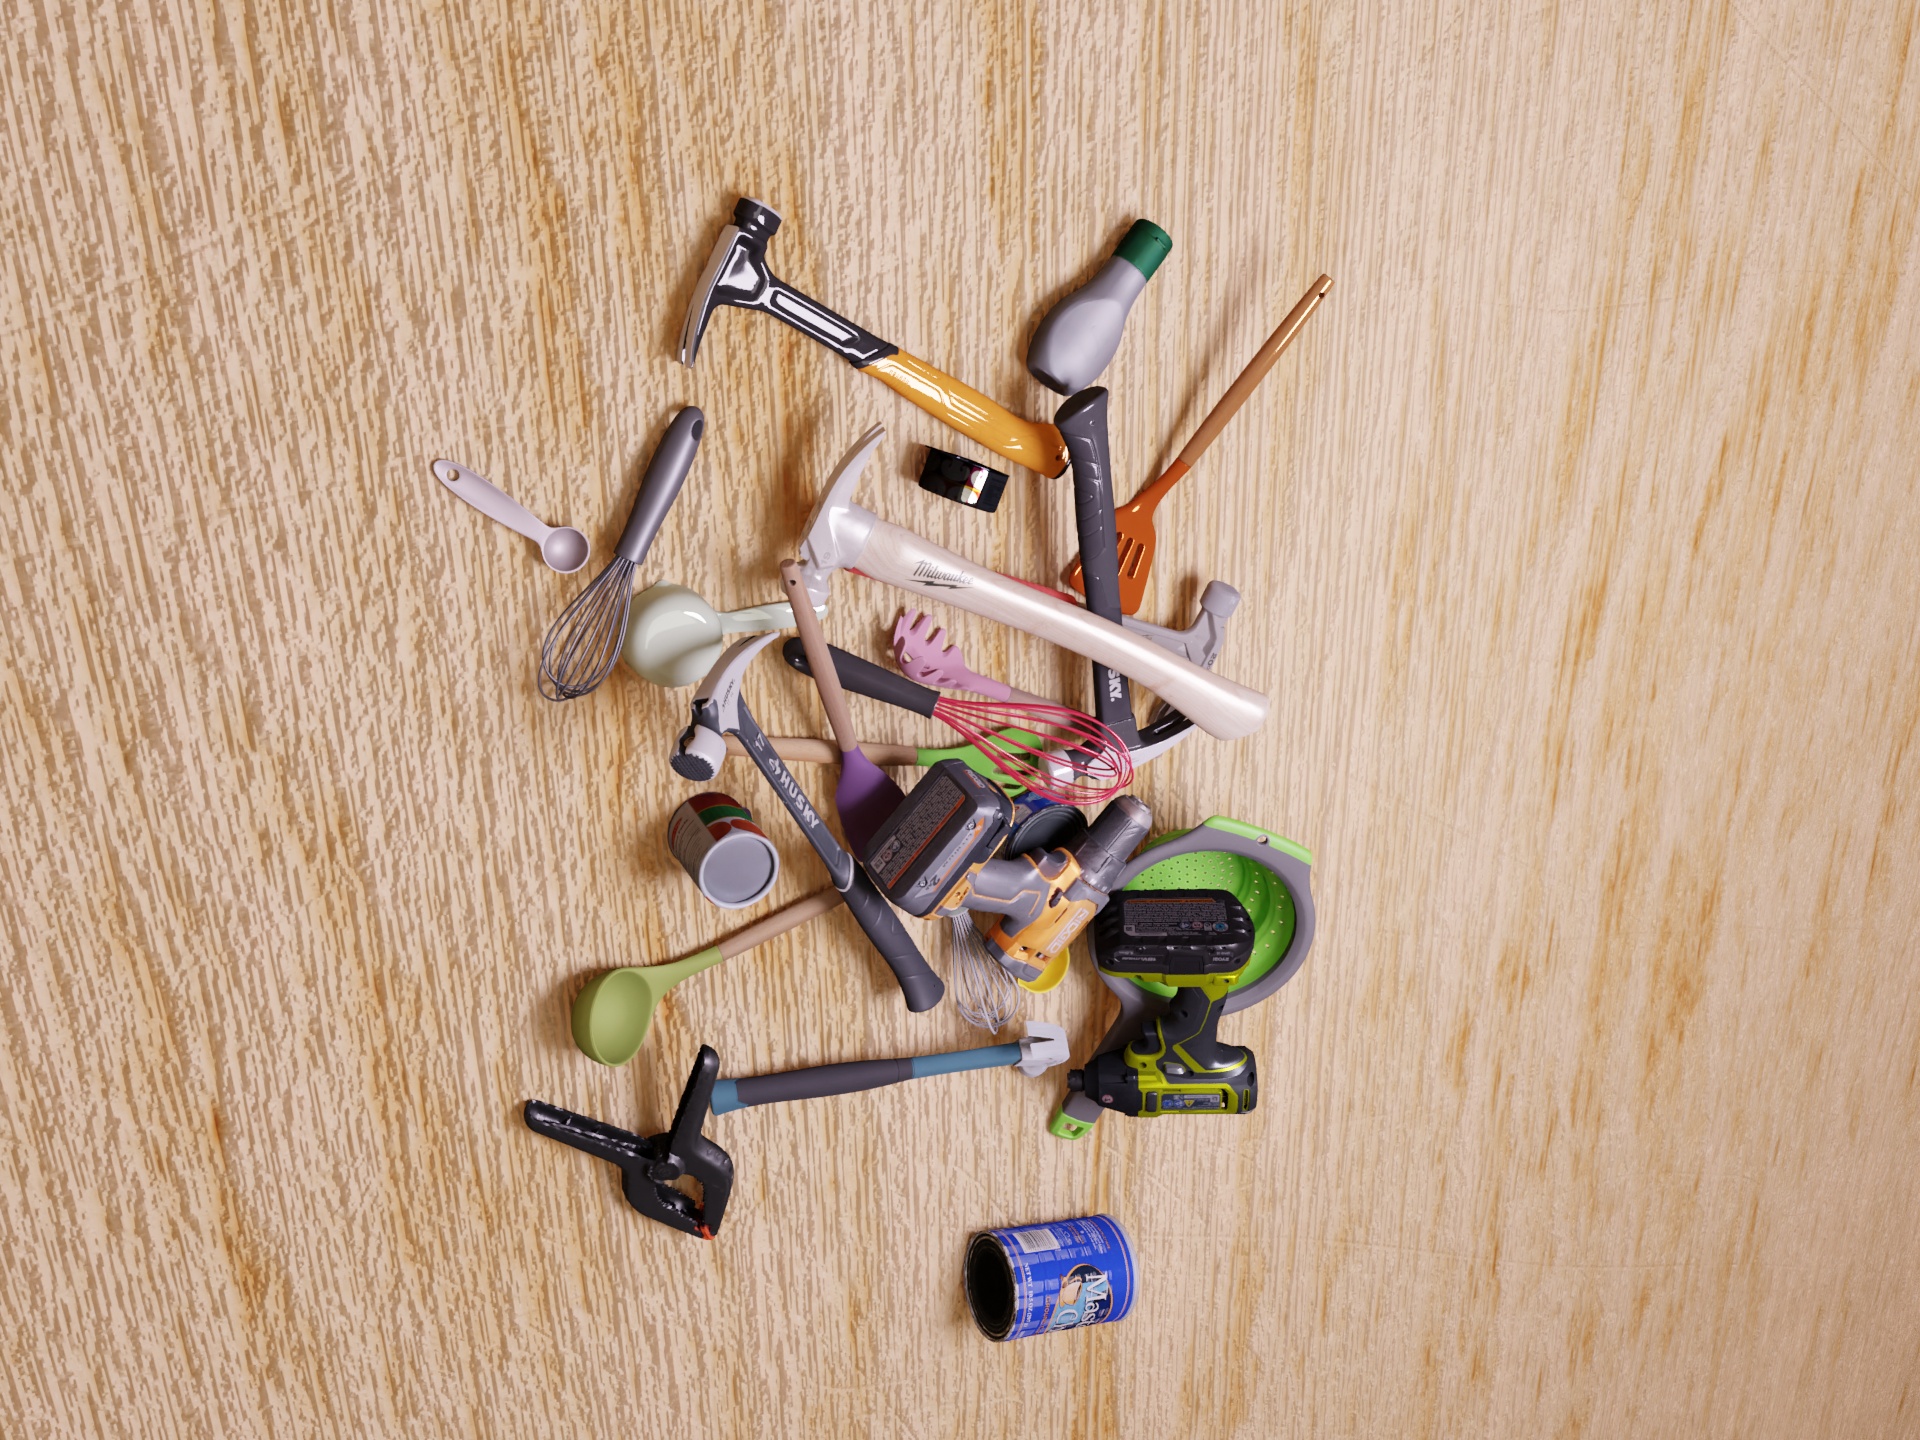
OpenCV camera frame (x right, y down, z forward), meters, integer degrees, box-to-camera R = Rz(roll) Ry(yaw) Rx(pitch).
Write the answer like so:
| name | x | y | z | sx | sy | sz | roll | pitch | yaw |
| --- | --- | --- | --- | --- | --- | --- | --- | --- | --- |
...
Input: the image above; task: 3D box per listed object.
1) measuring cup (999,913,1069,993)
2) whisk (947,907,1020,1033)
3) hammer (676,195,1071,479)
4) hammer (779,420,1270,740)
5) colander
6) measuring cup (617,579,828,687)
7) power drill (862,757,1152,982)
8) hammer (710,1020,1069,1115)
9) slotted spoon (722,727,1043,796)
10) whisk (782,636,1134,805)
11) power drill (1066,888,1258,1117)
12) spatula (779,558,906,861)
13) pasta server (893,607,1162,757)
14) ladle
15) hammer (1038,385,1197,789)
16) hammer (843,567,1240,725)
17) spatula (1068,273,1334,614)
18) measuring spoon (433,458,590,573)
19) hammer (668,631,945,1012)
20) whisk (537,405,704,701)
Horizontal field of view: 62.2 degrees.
| name | x | y | z | sx | sy | sz | roll | pitch | yaw |
| --- | --- | --- | --- | --- | --- | --- | --- | --- | --- |
| measuring cup | 0.044 | 0.179 | 1.436 | 0.062 | 0.029 | 0.156 | -39 | 111 | -20 |
| whisk | -0.001 | 0.172 | 1.394 | 0.058 | 0.059 | 0.246 | -15 | 114 | 8 |
| hammer | -0.050 | -0.258 | 1.209 | 0.336 | 0.034 | 0.127 | 23 | 96 | -32 |
| hammer | 0.073 | -0.088 | 1.246 | 0.410 | 0.038 | 0.146 | 22 | 109 | -20 |
| colander | 0.180 | 0.231 | 1.492 | 0.204 | 0.095 | 0.397 | 21 | 117 | -13 |
| measuring cup | -0.175 | -0.069 | 1.212 | 0.167 | 0.038 | 0.083 | -10 | 113 | -22 |
| power drill | 0.050 | 0.110 | 1.313 | 0.185 | 0.084 | 0.226 | -50 | 135 | 7 |
| hammer | -0.059 | 0.308 | 1.395 | 0.331 | 0.128 | 0.033 | -4 | 68 | -19 |
| slotted spoon | -0.062 | 0.031 | 1.318 | 0.313 | 0.031 | 0.070 | 5 | 113 | -27 |
| whisk | -0.002 | -0.004 | 1.254 | 0.296 | 0.073 | 0.073 | 21 | 99 | -2 |
| power drill | 0.179 | 0.260 | 1.411 | 0.171 | 0.080 | 0.223 | -1 | 123 | 4 |
| spatula | -0.092 | 0.001 | 1.254 | 0.060 | 0.018 | 0.315 | -14 | 130 | 2 |
| pasta server | 0.064 | -0.019 | 1.359 | 0.316 | 0.060 | 0.040 | 20 | 133 | -35 |
| ladle | -0.169 | 0.185 | 1.304 | 0.320 | 0.062 | 0.078 | -25 | 121 | -20 |
| hammer | 0.120 | -0.107 | 1.293 | 0.146 | 0.035 | 0.334 | -16 | 119 | -15 |
| hammer | 0.063 | -0.086 | 1.326 | 0.358 | 0.037 | 0.149 | 13 | 115 | -28 |
| spatula | 0.205 | -0.230 | 1.322 | 0.081 | 0.041 | 0.322 | 23 | 115 | -32 |
| measuring spoon | -0.318 | -0.147 | 1.126 | 0.124 | 0.018 | 0.034 | 35 | 92 | -26 |
| hammer | -0.101 | 0.103 | 1.262 | 0.149 | 0.036 | 0.408 | -75 | 148 | -40 |
| whisk | -0.244 | -0.120 | 1.155 | 0.055 | 0.055 | 0.239 | 25 | 92 | -33 |
